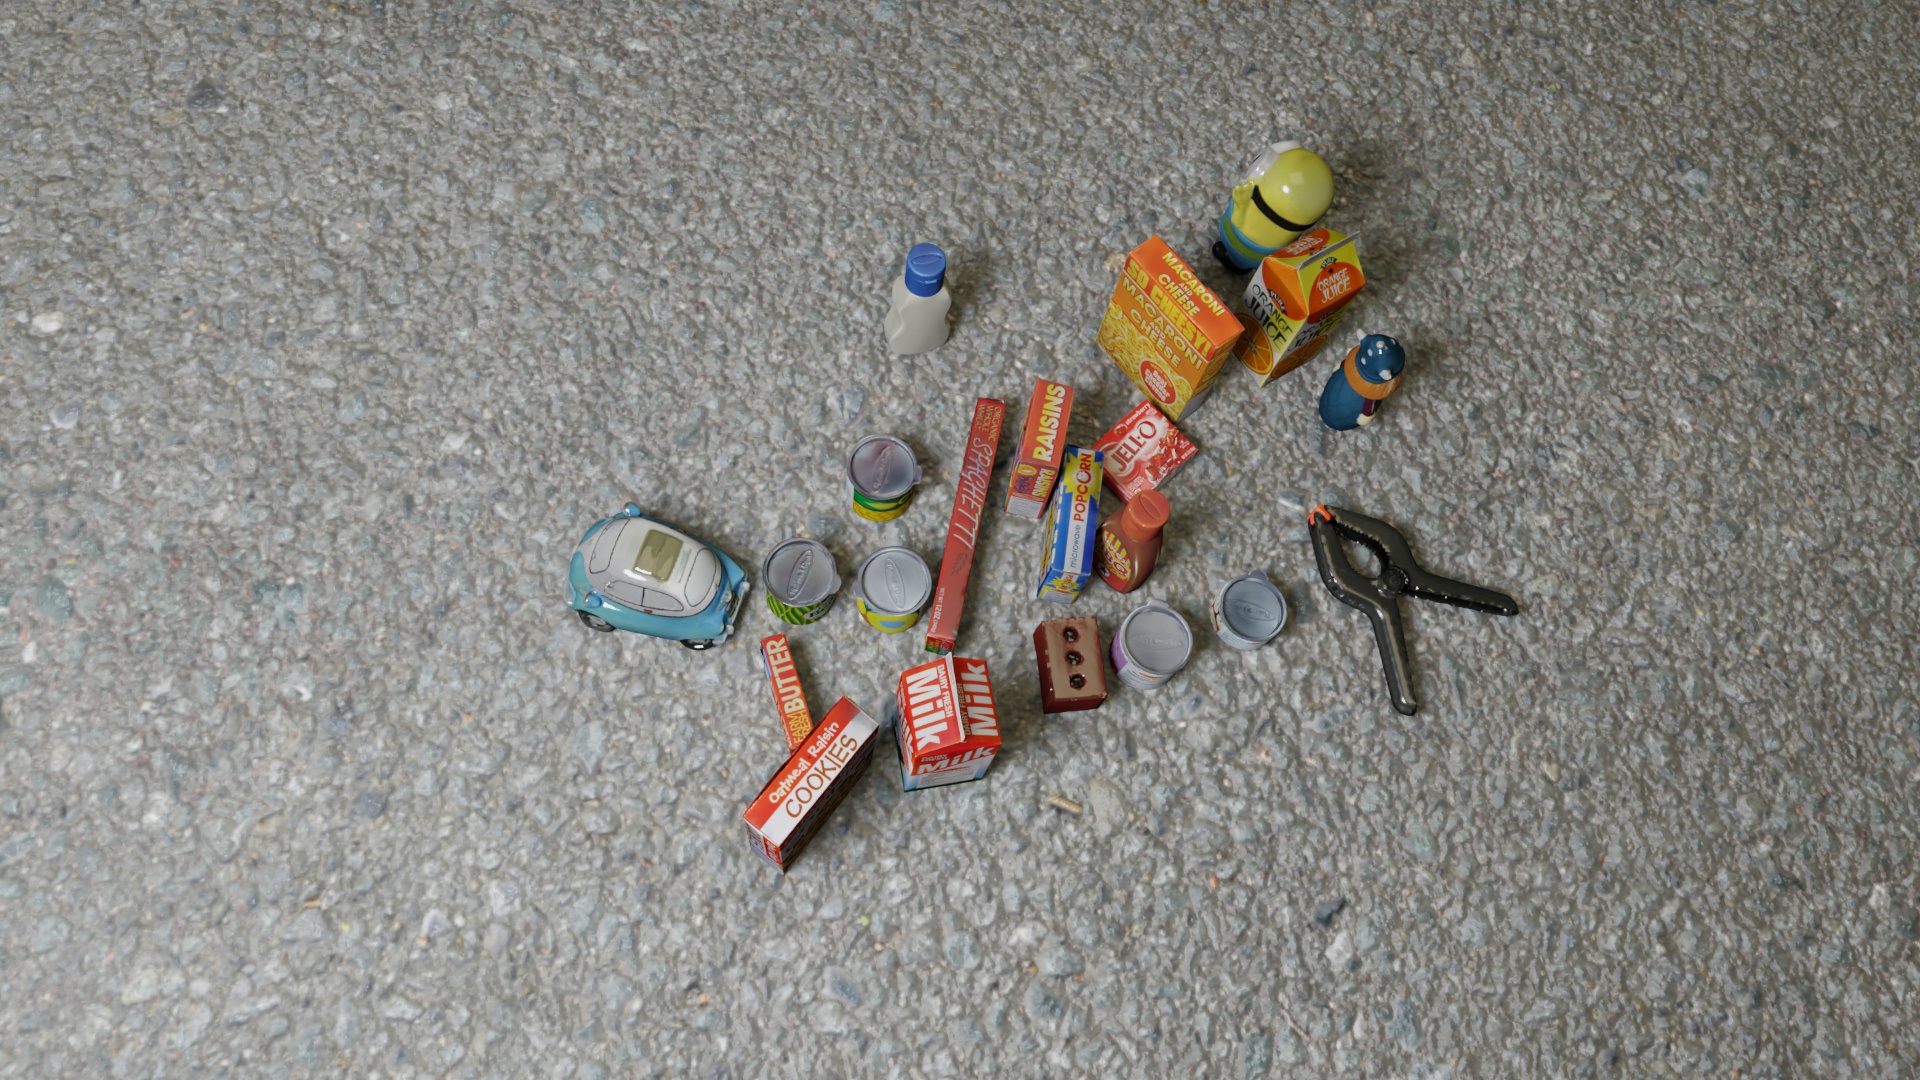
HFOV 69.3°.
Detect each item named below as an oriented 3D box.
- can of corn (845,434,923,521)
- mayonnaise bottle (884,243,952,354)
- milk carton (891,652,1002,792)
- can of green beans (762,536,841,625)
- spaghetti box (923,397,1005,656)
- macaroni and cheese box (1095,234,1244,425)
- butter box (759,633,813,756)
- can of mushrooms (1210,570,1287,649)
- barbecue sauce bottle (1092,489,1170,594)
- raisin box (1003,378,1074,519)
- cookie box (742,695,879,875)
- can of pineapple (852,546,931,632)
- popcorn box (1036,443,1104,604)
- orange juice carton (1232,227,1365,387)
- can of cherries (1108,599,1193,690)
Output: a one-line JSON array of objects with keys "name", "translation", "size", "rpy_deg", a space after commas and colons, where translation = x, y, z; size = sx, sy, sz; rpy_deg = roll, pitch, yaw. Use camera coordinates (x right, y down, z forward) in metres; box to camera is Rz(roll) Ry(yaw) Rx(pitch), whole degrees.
[{"name": "can of corn", "translation": [-0.072, -0.057, 1.302], "size": [0.071, 0.058, 0.071], "rpy_deg": [2, 69, -5]}, {"name": "mayonnaise bottle", "translation": [-0.037, -0.229, 1.324], "size": [0.065, 0.147, 0.041], "rpy_deg": [-12, 71, -11]}, {"name": "milk carton", "translation": [-0.012, 0.152, 1.156], "size": [0.073, 0.189, 0.072], "rpy_deg": [-8, 70, -9]}, {"name": "can of green beans", "translation": [-0.145, 0.038, 1.257], "size": [0.071, 0.057, 0.071], "rpy_deg": [2, 69, -5]}, {"name": "spaghetti box", "translation": [0.005, -0.016, 1.299], "size": [0.029, 0.050, 0.251], "rpy_deg": [12, 68, -1]}, {"name": "macaroni and cheese box", "translation": [0.197, -0.198, 1.328], "size": [0.040, 0.165, 0.124], "rpy_deg": [-36, 77, -17]}, {"name": "butter box", "translation": [-0.151, 0.137, 1.220], "size": [0.024, 0.053, 0.104], "rpy_deg": [-16, 71, -12]}, {"name": "can of mushrooms", "translation": [0.271, 0.066, 1.305], "size": [0.071, 0.033, 0.071], "rpy_deg": [2, 69, -5]}, {"name": "barbecue sauce bottle", "translation": [0.156, -0.003, 1.257], "size": [0.044, 0.148, 0.065], "rpy_deg": [-33, 76, -17]}, {"name": "raisin box", "translation": [0.072, -0.084, 1.293], "size": [0.040, 0.123, 0.086], "rpy_deg": [14, 68, -1]}, {"name": "cookie box", "translation": [-0.123, 0.203, 1.136], "size": [0.040, 0.166, 0.123], "rpy_deg": [37, 70, 8]}, {"name": "can of pineapple", "translation": [-0.063, 0.045, 1.263], "size": [0.071, 0.057, 0.071], "rpy_deg": [2, 69, -5]}, {"name": "popcorn box", "translation": [0.102, -0.014, 1.290], "size": [0.038, 0.085, 0.127], "rpy_deg": [10, 68, -2]}, {"name": "orange juice carton", "translation": [0.325, -0.232, 1.342], "size": [0.072, 0.192, 0.073], "rpy_deg": [-29, 75, -15]}, {"name": "can of cherries", "translation": [0.174, 0.096, 1.269], "size": [0.071, 0.058, 0.072], "rpy_deg": [2, 69, -5]}]
